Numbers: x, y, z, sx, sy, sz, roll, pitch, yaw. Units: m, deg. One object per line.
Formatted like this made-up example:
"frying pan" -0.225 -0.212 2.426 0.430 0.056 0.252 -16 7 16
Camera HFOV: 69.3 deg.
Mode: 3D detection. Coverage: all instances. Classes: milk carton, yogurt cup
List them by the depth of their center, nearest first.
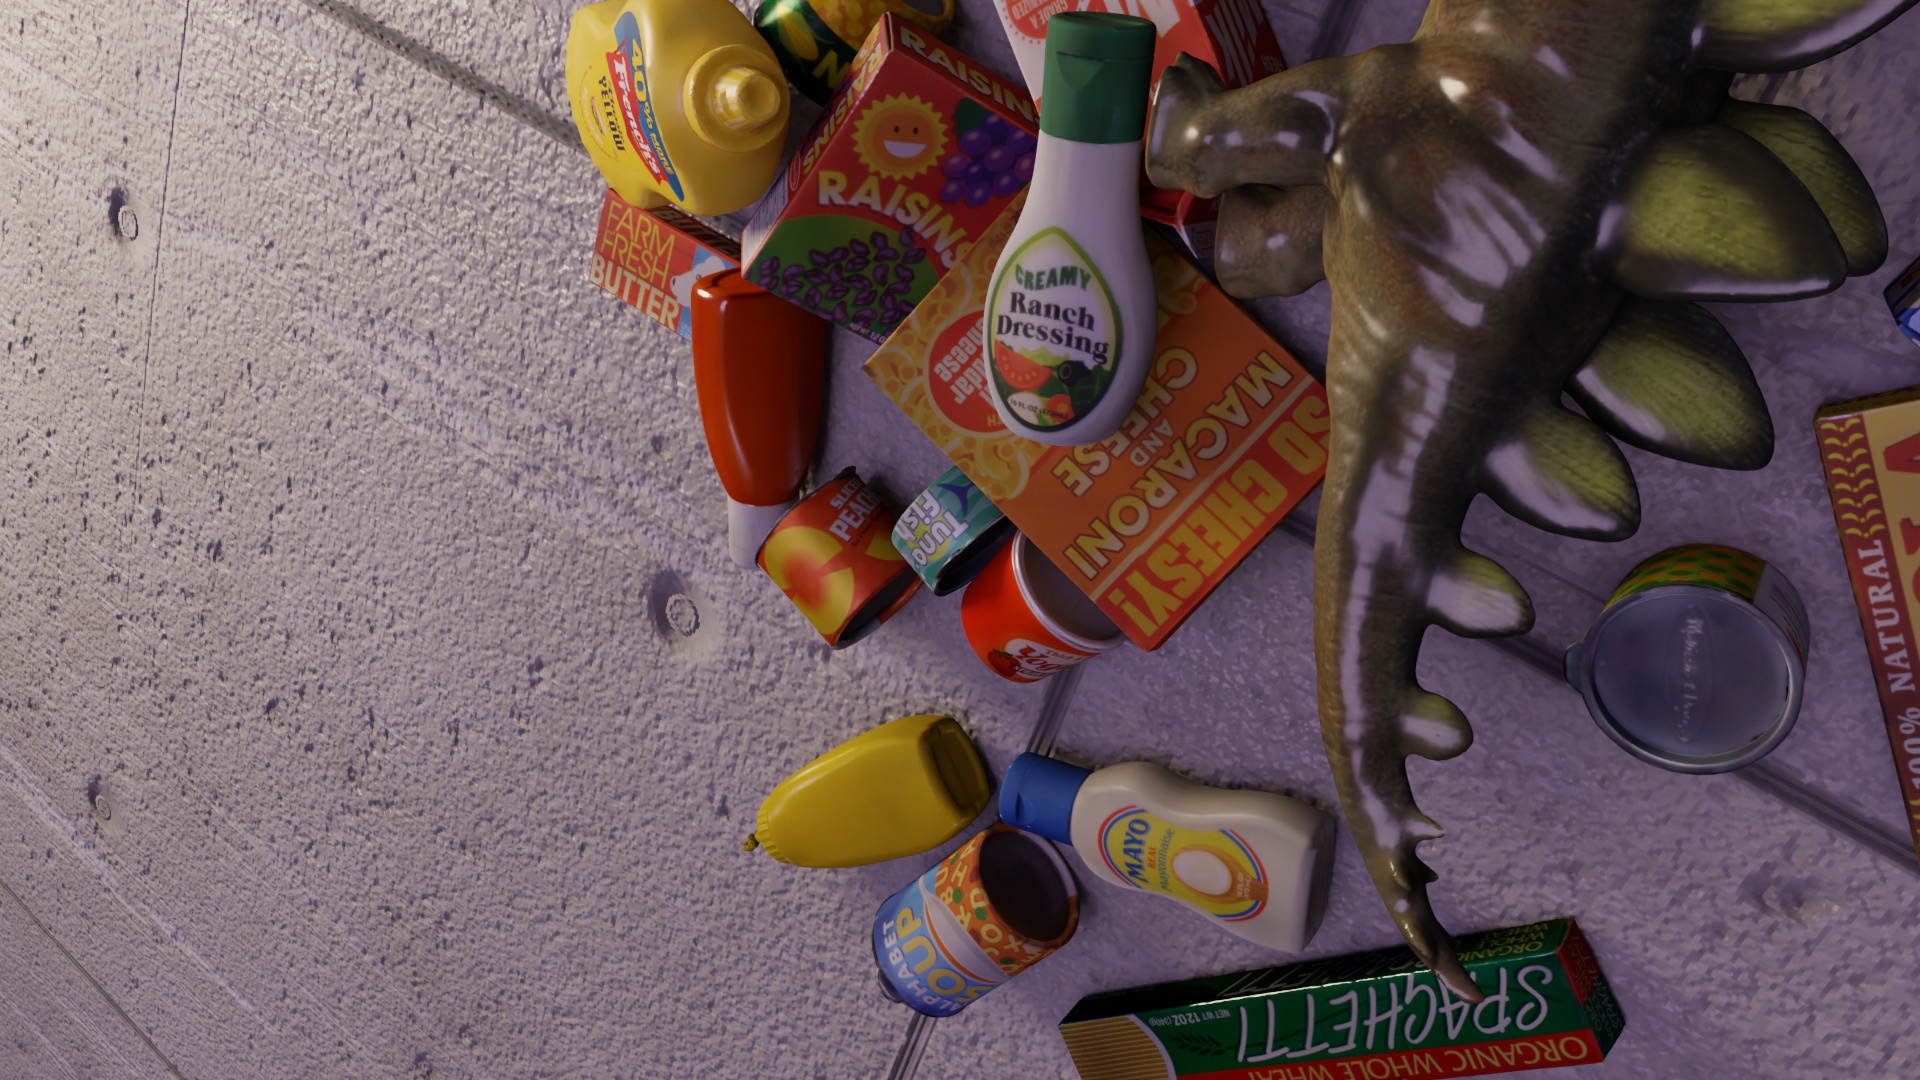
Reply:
"milk carton" 0.066 -0.197 0.524 0.073 0.072 0.190 -21 92 36
"yogurt cup" 0.037 0.028 0.614 0.053 0.073 0.072 -40 81 43

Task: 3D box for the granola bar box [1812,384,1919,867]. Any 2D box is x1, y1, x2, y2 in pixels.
"granola bar box" 0.349 0.025 0.423 0.124 0.039 0.165 -13 97 34

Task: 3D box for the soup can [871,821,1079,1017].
"soup can" 0.006 0.185 0.673 0.083 0.071 0.071 -43 79 34

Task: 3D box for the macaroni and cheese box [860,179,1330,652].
"macaroni and cheese box" 0.061 -0.056 0.563 0.166 0.040 0.123 46 100 13

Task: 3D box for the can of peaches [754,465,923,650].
"can of peaches" -0.054 0.009 0.665 0.058 0.071 0.071 47 123 13

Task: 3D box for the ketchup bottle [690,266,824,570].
"ketchup bottle" -0.097 -0.058 0.680 0.043 0.065 0.148 28 126 40

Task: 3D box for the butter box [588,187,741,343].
"butter box" -0.143 -0.136 0.707 0.103 0.024 0.053 32 119 22

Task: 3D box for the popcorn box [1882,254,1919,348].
"popcorn box" 0.319 -0.101 0.378 0.038 0.085 0.126 44 122 14

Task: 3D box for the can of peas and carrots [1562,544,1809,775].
"can of peas and carrots" 0.251 0.039 0.479 0.071 0.059 0.070 10 109 31

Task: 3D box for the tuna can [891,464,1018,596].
"tuna can" 0.002 -0.008 0.621 0.033 0.071 0.070 49 124 13

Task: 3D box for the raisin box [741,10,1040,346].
"raisin box" -0.027 -0.148 0.592 0.086 0.040 0.123 24 128 -26

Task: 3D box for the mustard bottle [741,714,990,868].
"mustard bottle" -0.059 0.137 0.716 0.159 0.049 0.065 -24 90 36

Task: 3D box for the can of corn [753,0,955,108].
"can of corn" -0.043 -0.223 0.591 0.058 0.071 0.071 -39 81 34

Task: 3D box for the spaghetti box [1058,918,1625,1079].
"spaghetti box" 0.154 0.213 0.611 0.249 0.029 0.050 -23 91 36

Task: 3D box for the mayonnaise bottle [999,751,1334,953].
"mayonnaise bottle" 0.089 0.132 0.622 0.148 0.041 0.064 12 112 29

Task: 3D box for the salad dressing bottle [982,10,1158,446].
"salad dressing bottle" 0.042 -0.108 0.494 0.064 0.044 0.147 17 120 24
